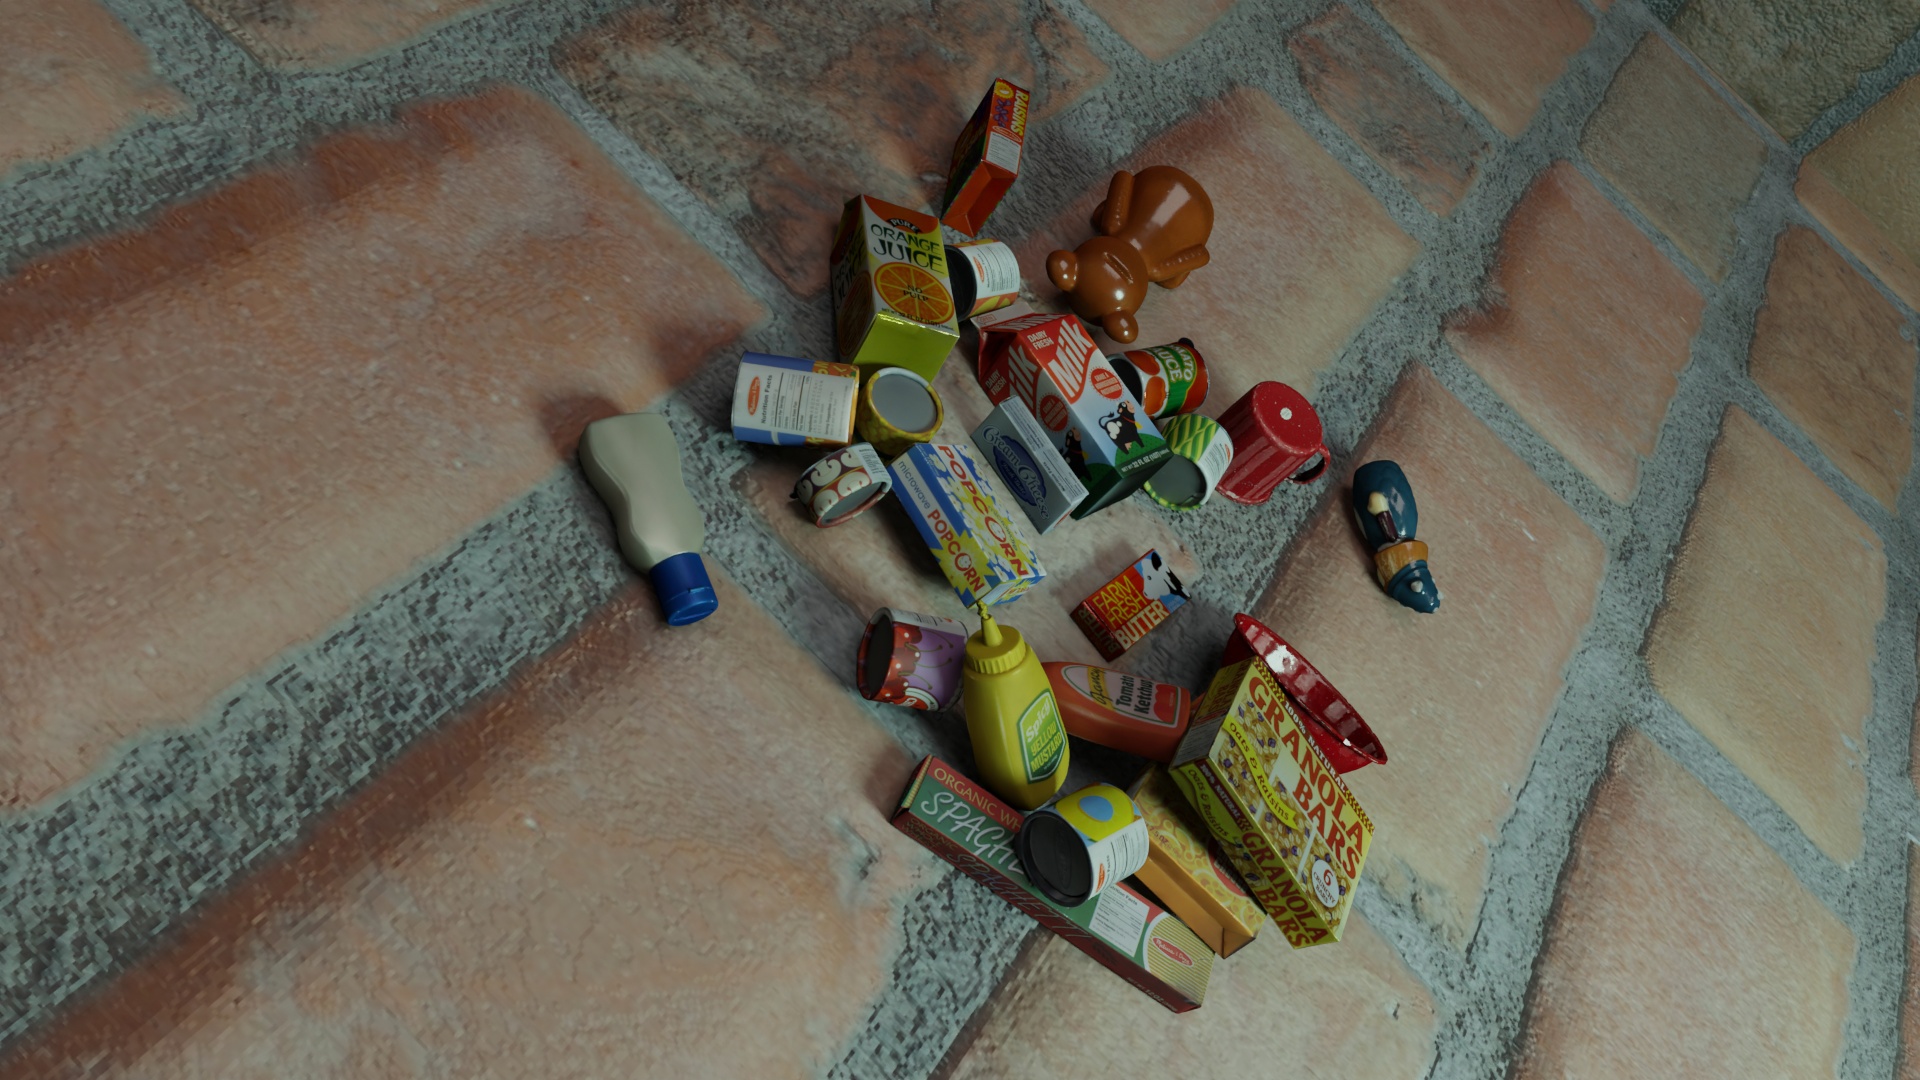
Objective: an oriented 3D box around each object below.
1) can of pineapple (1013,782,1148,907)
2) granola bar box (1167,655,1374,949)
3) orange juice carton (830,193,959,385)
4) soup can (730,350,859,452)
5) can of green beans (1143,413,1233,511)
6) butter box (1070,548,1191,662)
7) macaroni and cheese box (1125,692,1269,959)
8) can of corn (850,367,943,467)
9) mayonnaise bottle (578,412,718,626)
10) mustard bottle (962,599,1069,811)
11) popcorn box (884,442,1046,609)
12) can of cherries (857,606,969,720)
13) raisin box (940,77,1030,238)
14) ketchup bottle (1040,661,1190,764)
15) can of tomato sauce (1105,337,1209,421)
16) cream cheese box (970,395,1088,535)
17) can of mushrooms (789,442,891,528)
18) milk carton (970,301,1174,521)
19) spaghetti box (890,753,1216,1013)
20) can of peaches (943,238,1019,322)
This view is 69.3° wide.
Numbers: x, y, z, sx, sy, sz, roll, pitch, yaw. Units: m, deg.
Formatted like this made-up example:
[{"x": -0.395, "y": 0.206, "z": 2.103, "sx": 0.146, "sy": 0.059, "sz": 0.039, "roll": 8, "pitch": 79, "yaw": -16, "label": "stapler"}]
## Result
[{"x": 0.080, "y": 0.199, "z": 0.917, "sx": 0.058, "sy": 0.070, "sz": 0.071, "roll": -17, "pitch": 71, "yaw": -41, "label": "can of pineapple"}, {"x": 0.222, "y": 0.183, "z": 0.980, "sx": 0.165, "sy": 0.039, "sz": 0.125, "roll": 54, "pitch": 39, "yaw": -11, "label": "granola bar box"}, {"x": -0.058, "y": -0.212, "z": 1.129, "sx": 0.072, "sy": 0.072, "sz": 0.193, "roll": 12, "pitch": 46, "yaw": -24, "label": "orange juice carton"}, {"x": -0.119, "y": -0.101, "z": 1.014, "sx": 0.084, "sy": 0.071, "sz": 0.072, "roll": 8, "pitch": 54, "yaw": -1, "label": "soup can"}, {"x": 0.196, "y": -0.068, "z": 1.205, "sx": 0.071, "sy": 0.071, "sz": 0.058, "roll": 41, "pitch": 48, "yaw": -3, "label": "can of green beans"}, {"x": 0.139, "y": 0.051, "z": 1.119, "sx": 0.104, "sy": 0.024, "sz": 0.053, "roll": -32, "pitch": 81, "yaw": -41, "label": "butter box"}, {"x": 0.185, "y": 0.204, "z": 1.019, "sx": 0.124, "sy": 0.040, "sz": 0.167, "roll": 44, "pitch": 38, "yaw": 4, "label": "macaroni and cheese box"}, {"x": -0.054, "y": -0.089, "z": 1.068, "sx": 0.071, "sy": 0.058, "sz": 0.071, "roll": 16, "pitch": 53, "yaw": -22, "label": "can of corn"}, {"x": -0.206, "y": -0.015, "z": 0.937, "sx": 0.065, "sy": 0.041, "sz": 0.148, "roll": -12, "pitch": 69, "yaw": -35, "label": "mayonnaise bottle"}, {"x": 0.032, "y": 0.108, "z": 0.940, "sx": 0.065, "sy": 0.049, "sz": 0.159, "roll": -43, "pitch": 130, "yaw": -38, "label": "mustard bottle"}, {"x": 0.004, "y": -0.013, "z": 1.047, "sx": 0.127, "sy": 0.038, "sz": 0.085, "roll": 58, "pitch": 23, "yaw": 13, "label": "popcorn box"}, {"x": -0.034, "y": 0.085, "z": 0.961, "sx": 0.058, "sy": 0.071, "sz": 0.072, "roll": 13, "pitch": 55, "yaw": -25, "label": "can of cherries"}, {"x": 0.024, "y": -0.351, "z": 1.272, "sx": 0.040, "sy": 0.085, "sz": 0.124, "roll": 22, "pitch": 51, "yaw": -17, "label": "raisin box"}, {"x": 0.089, "y": 0.116, "z": 1.003, "sx": 0.149, "sy": 0.043, "sz": 0.065, "roll": 15, "pitch": 32, "yaw": 4, "label": "ketchup bottle"}, {"x": 0.169, "y": -0.140, "z": 1.234, "sx": 0.083, "sy": 0.071, "sz": 0.071, "roll": -15, "pitch": 69, "yaw": -37, "label": "can of tomato sauce"}, {"x": 0.056, "y": -0.061, "z": 1.122, "sx": 0.024, "sy": 0.053, "sz": 0.104, "roll": -26, "pitch": 76, "yaw": -39, "label": "cream cheese box"}, {"x": -0.087, "y": -0.038, "z": 1.011, "sx": 0.071, "sy": 0.070, "sz": 0.033, "roll": -23, "pitch": 76, "yaw": -40, "label": "can of mushrooms"}, {"x": 0.084, "y": -0.120, "z": 1.165, "sx": 0.072, "sy": 0.073, "sz": 0.191, "roll": -23, "pitch": 74, "yaw": -40, "label": "milk carton"}, {"x": 0.065, "y": 0.235, "z": 0.948, "sx": 0.250, "sy": 0.028, "sz": 0.050, "roll": 35, "pitch": 48, "yaw": -8, "label": "spaghetti box"}, {"x": 0.007, "y": -0.223, "z": 1.191, "sx": 0.058, "sy": 0.071, "sz": 0.071, "roll": -20, "pitch": 73, "yaw": -43, "label": "can of peaches"}]
